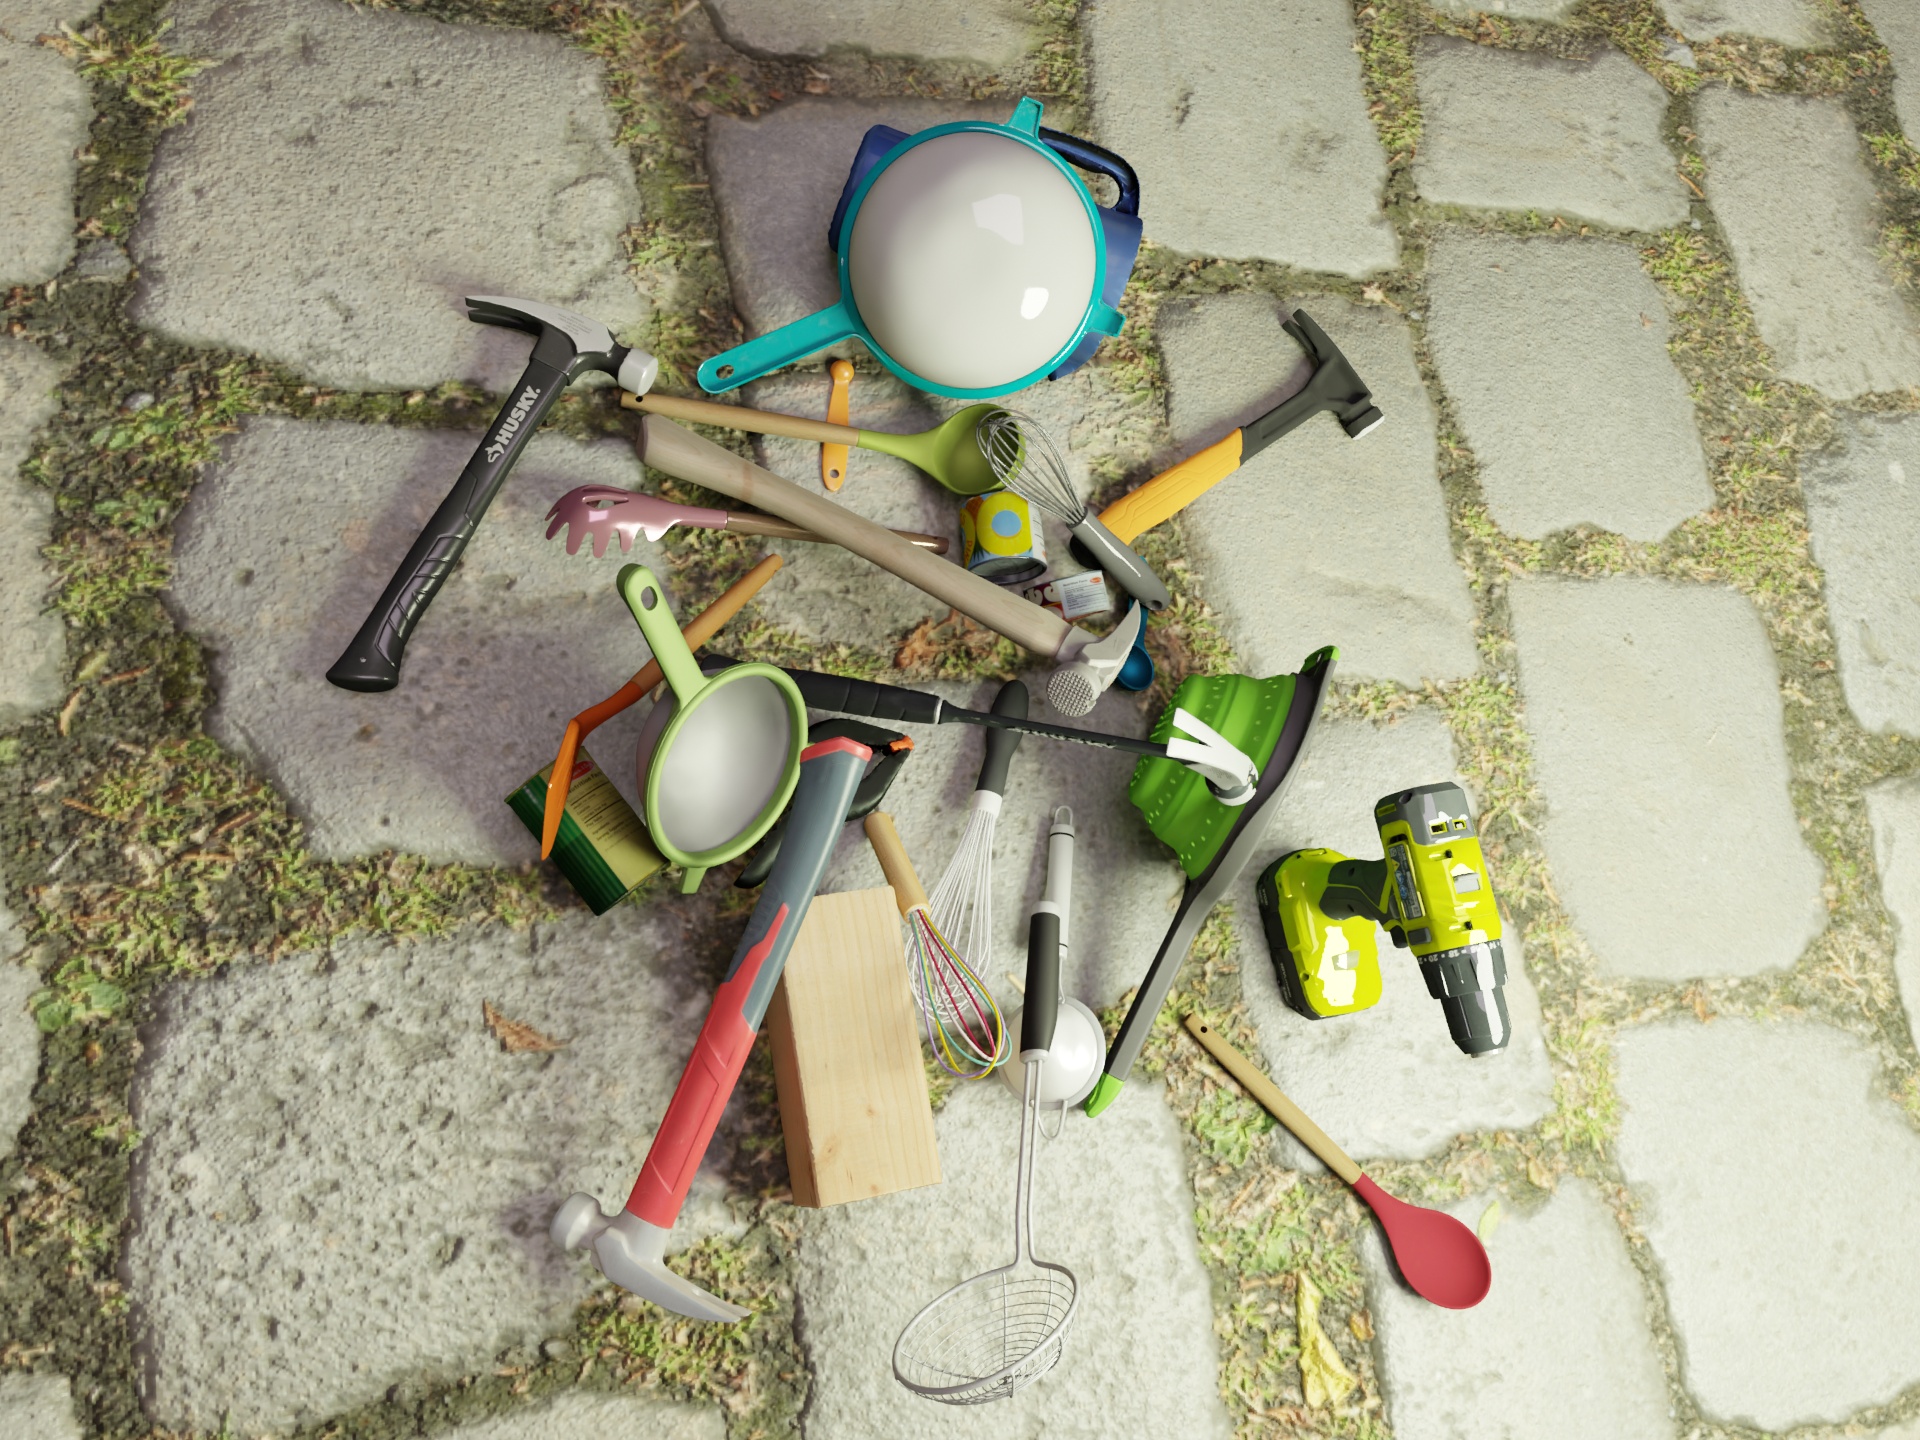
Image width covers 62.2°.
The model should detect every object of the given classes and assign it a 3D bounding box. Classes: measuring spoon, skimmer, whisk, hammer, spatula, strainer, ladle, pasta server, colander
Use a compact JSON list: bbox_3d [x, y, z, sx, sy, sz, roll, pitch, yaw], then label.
[{"bbox_3d":[0.142,-0.080,1.324,0.042,0.021,0.129,21,60,-25],"label":"measuring spoon"},{"bbox_3d":[0.030,0.274,1.074,0.090,0.127,0.364,41,43,-40],"label":"skimmer"},{"bbox_3d":[0.011,0.094,1.213,0.070,0.070,0.285,20,65,-12],"label":"whisk"},{"bbox_3d":[-0.099,-0.241,1.289,0.021,0.011,0.117,8,73,-16],"label":"measuring spoon"},{"bbox_3d":[-0.059,-0.136,1.205,0.411,0.038,0.146,28,34,9],"label":"hammer"},{"bbox_3d":[-0.210,-0.030,1.131,0.041,0.081,0.323,30,46,10],"label":"spatula"},{"bbox_3d":[-0.364,-0.166,1.165,0.146,0.035,0.335,26,71,-2],"label":"hammer"},{"bbox_3d":[0.069,0.182,1.204,0.087,0.050,0.259,-6,62,22],"label":"strainer"},{"bbox_3d":[-0.192,-0.013,1.069,0.069,0.256,0.151,23,58,33],"label":"strainer"},{"bbox_3d":[-0.134,0.197,1.057,0.143,0.038,0.386,22,86,15],"label":"hammer"},{"bbox_3d":[0.096,-0.162,1.261,0.238,0.055,0.055,41,64,-32],"label":"whisk"},{"bbox_3d":[-0.106,-0.232,1.254,0.320,0.062,0.078,8,78,-11],"label":"ladle"},{"bbox_3d":[-0.050,-0.326,1.216,0.340,0.095,0.211,-23,102,3],"label":"strainer"},{"bbox_3d":[0.220,-0.233,1.380,0.337,0.034,0.127,-35,89,-23],"label":"hammer"},{"bbox_3d":[-0.158,-0.146,1.231,0.316,0.040,0.060,4,44,-24],"label":"pasta server"},{"bbox_3d":[0.291,0.342,1.248,0.315,0.031,0.069,44,64,-1],"label":"ladle"},{"bbox_3d":[-0.020,0.151,1.127,0.051,0.047,0.245,-6,43,-21],"label":"whisk"},{"bbox_3d":[0.154,0.104,1.207,0.094,0.204,0.397,26,87,2],"label":"colander"},{"bbox_3d":[-0.002,-0.004,1.119,0.409,0.149,0.036,10,80,21],"label":"hammer"}]

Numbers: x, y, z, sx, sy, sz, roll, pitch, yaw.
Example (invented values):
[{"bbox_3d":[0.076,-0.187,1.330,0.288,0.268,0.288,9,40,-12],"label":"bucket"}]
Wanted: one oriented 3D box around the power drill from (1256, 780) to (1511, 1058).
[{"bbox_3d":[0.322,0.162,1.197,0.080,0.228,0.191,-8,78,-20],"label":"power drill"}]
